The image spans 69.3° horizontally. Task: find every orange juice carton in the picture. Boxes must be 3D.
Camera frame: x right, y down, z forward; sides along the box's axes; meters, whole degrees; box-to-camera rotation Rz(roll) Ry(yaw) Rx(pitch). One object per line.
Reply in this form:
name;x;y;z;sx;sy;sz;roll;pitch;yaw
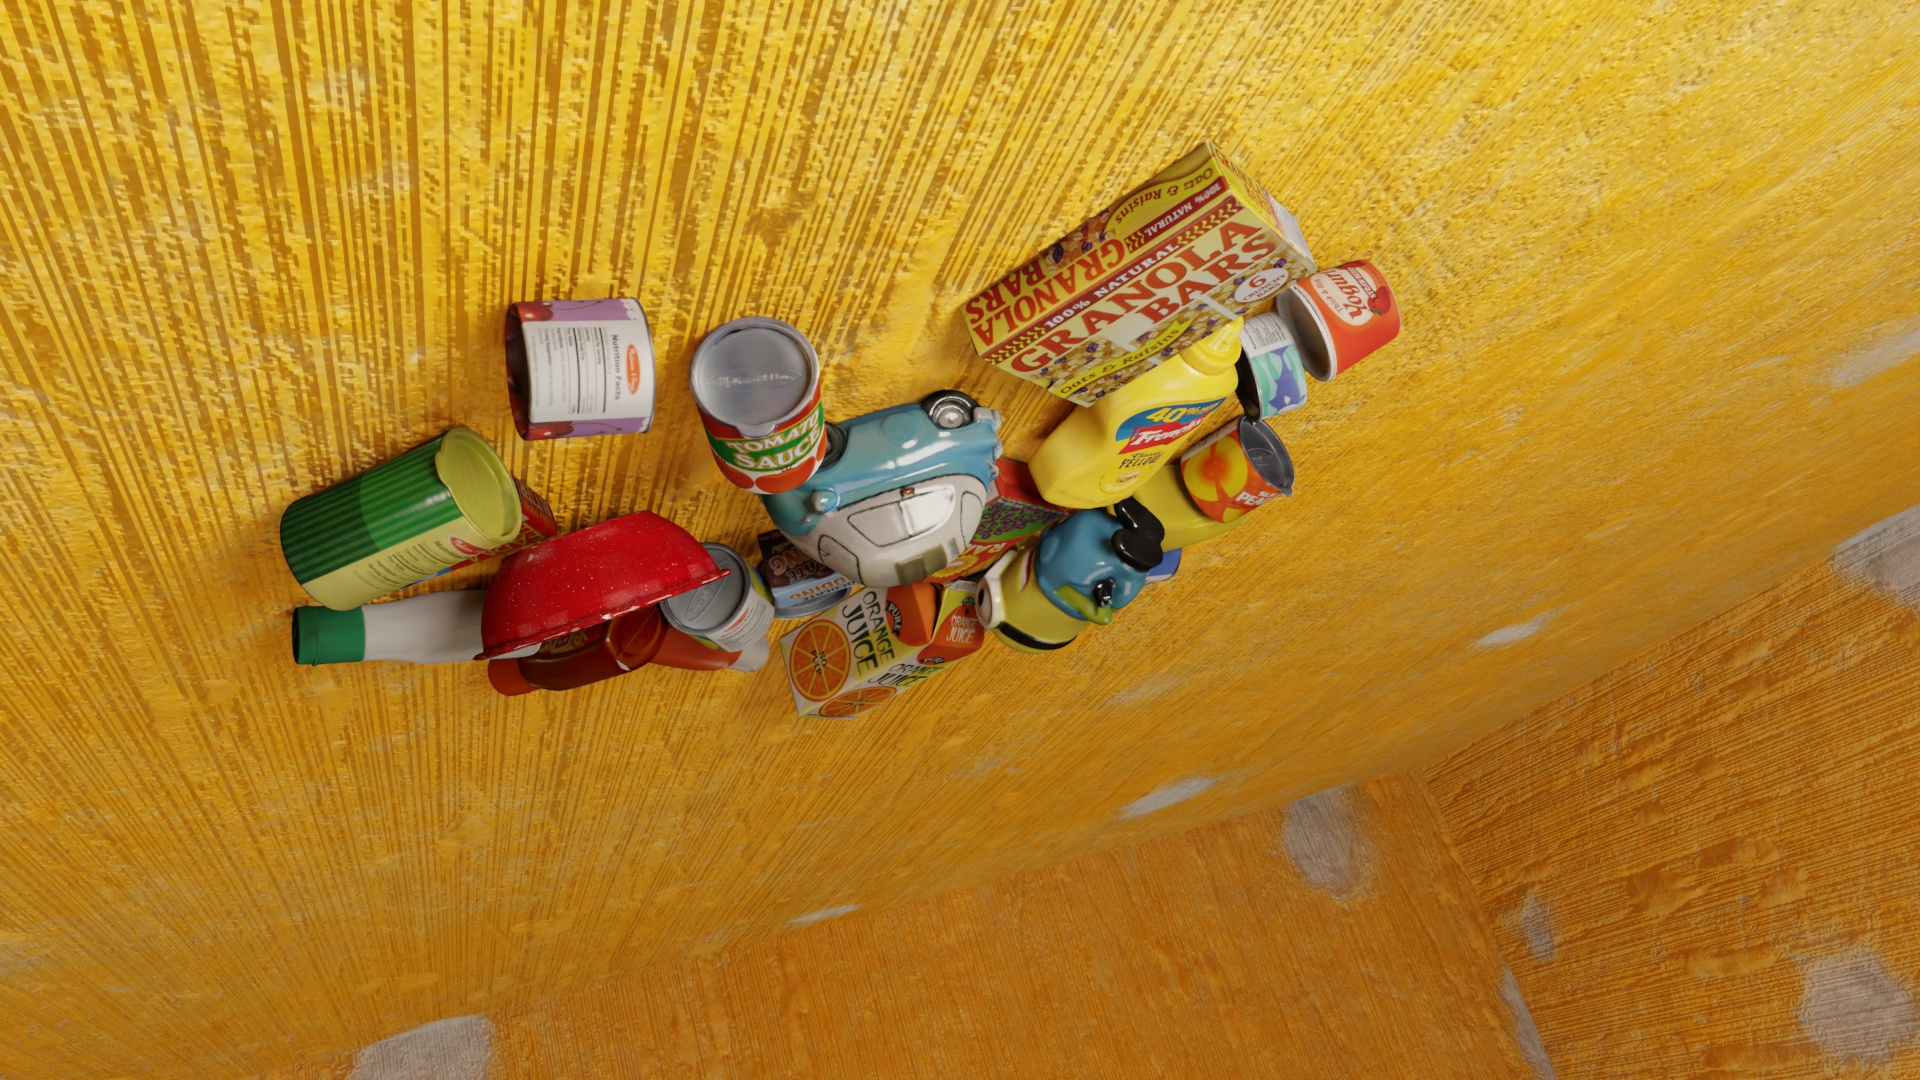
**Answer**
orange juice carton;-0.053;0.078;1.149;0.192;0.073;0.072;-31;155;28

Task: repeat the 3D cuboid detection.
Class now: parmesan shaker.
parmesan shaker;-0.298;-0.012;0.738;0.103;0.071;0.071;-22;158;10

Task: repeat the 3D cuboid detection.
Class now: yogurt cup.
yogurt cup;0.236;-0.140;0.865;0.054;0.072;0.072;-26;159;-3

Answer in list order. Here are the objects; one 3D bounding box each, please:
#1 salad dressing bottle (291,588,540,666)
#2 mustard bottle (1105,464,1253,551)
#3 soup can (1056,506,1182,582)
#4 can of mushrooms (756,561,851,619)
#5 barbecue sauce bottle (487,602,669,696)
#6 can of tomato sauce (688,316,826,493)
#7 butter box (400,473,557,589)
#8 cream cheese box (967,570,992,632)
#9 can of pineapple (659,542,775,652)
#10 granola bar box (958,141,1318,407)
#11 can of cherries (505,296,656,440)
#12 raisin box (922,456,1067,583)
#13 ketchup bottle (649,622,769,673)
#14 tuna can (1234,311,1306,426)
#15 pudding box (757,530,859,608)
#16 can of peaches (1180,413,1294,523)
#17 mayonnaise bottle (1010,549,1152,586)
salad dressing bottle;-0.349;0.057;0.898;0.148;0.044;0.064;-2;155;-34
mustard bottle;0.188;-0.029;1.100;0.161;0.065;0.048;-6;152;-38
soup can;0.127;0.002;1.124;0.084;0.071;0.071;-5;155;-29
can of mushrooms;-0.119;0.031;1.034;0.071;0.033;0.070;-16;159;-6
barbecue sauce bottle;-0.274;0.079;0.980;0.148;0.065;0.043;-18;118;34
can of tomato sauce;-0.106;-0.069;0.747;0.071;0.071;0.082;-15;159;-8
butter box;-0.296;-0.005;0.815;0.103;0.024;0.053;-19;159;2
cream cheese box;0.035;0.050;1.222;0.053;0.024;0.103;-20;159;8
can of pineapple;-0.170;0.039;0.973;0.071;0.071;0.057;-20;159;4
granola bar box;0.102;-0.142;0.781;0.165;0.039;0.124;-30;156;27
can of cherries;-0.183;-0.081;0.663;0.058;0.071;0.071;-7;156;-26
raisin box;0.004;-0.013;1.019;0.123;0.040;0.086;-30;157;29
ketchup bottle;-0.202;0.075;1.061;0.064;0.043;0.148;-24;159;20
tuna can;0.196;-0.110;0.895;0.033;0.071;0.071;-19;159;0
pudding box;-0.097;0.011;0.982;0.084;0.050;0.030;-17;157;-3
can of peaches;0.209;-0.052;1.048;0.071;0.071;0.058;6;149;-47
mayonnaise bottle;0.108;0.020;1.184;0.148;0.041;0.064;-2;152;-33
